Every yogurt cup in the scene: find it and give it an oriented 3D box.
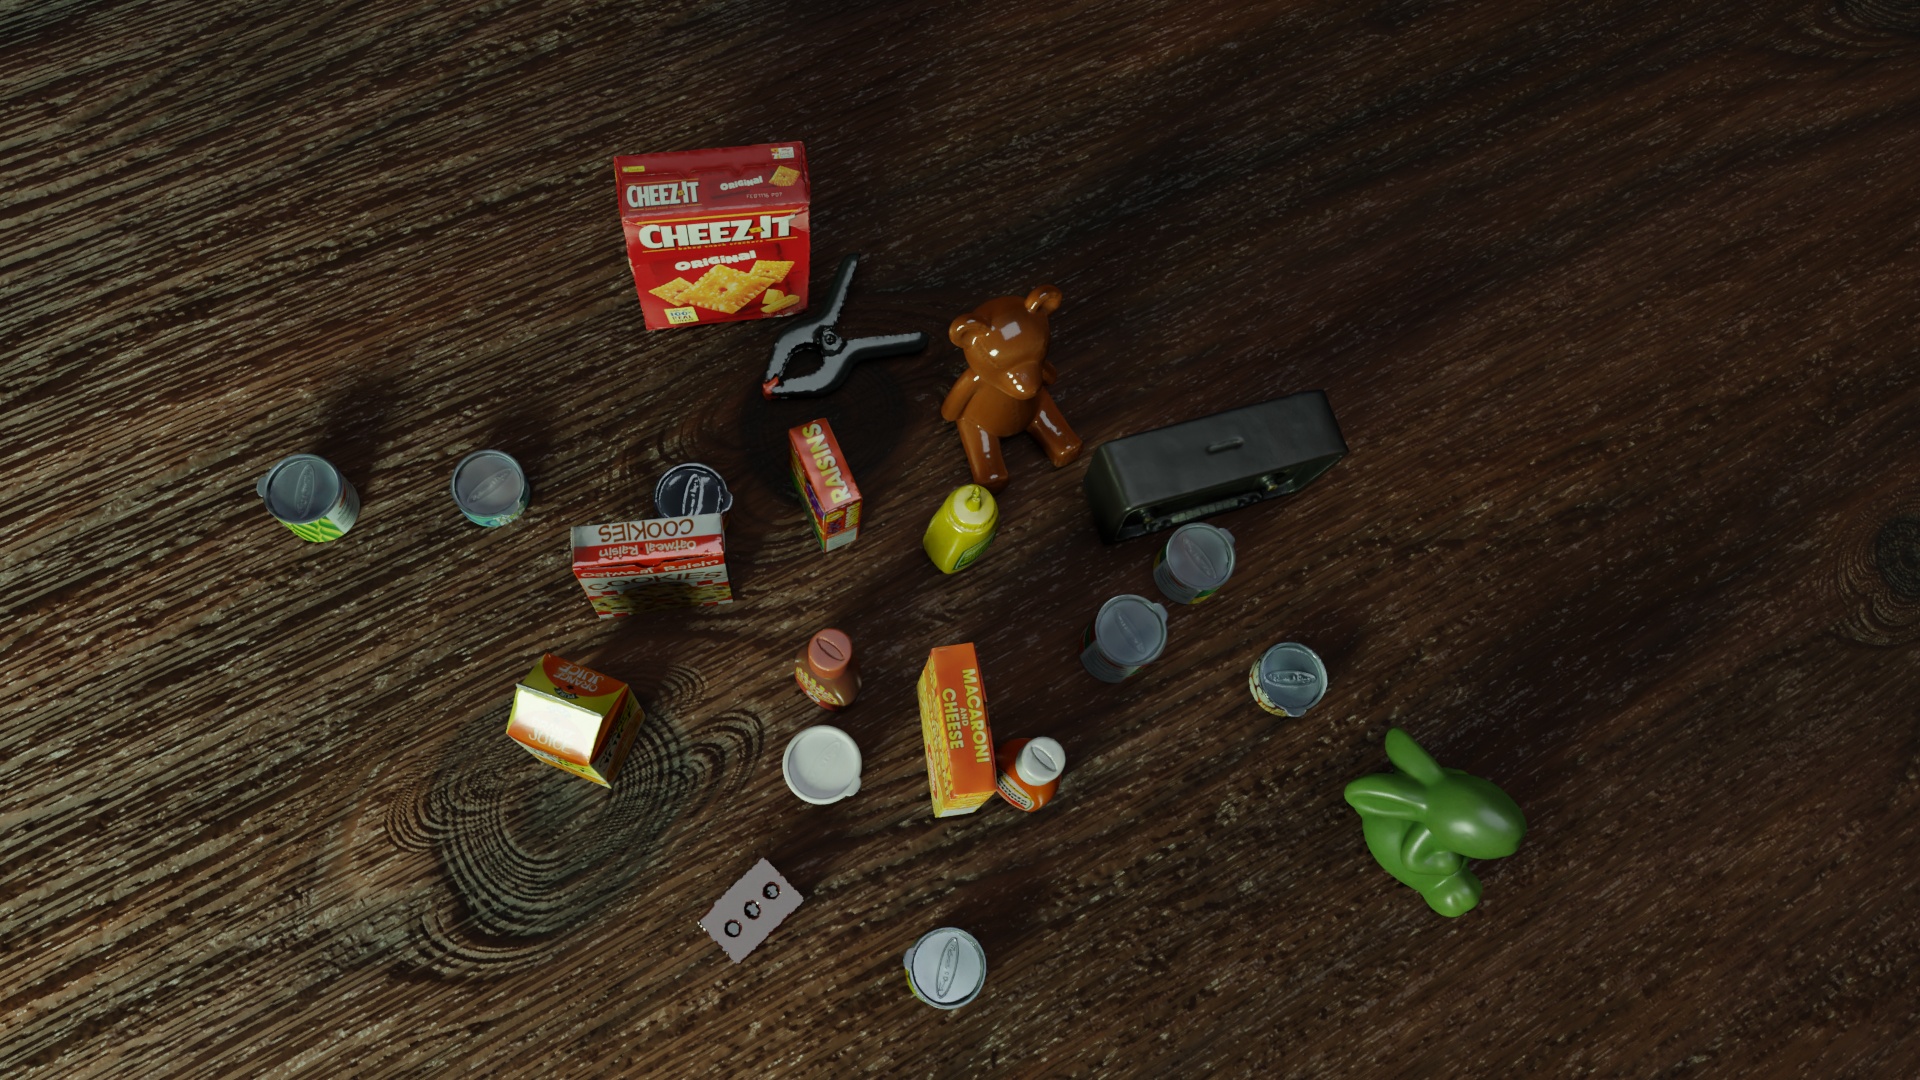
[{"bbox_3d":[-0.122,0.201,1.226,0.072,0.053,0.072,2,73,-6],"label":"yogurt cup"}]

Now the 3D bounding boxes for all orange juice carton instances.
[{"bbox_3d":[-0.316,0.148,1.146,0.072,0.192,0.073,22,72,0],"label":"orange juice carton"}]

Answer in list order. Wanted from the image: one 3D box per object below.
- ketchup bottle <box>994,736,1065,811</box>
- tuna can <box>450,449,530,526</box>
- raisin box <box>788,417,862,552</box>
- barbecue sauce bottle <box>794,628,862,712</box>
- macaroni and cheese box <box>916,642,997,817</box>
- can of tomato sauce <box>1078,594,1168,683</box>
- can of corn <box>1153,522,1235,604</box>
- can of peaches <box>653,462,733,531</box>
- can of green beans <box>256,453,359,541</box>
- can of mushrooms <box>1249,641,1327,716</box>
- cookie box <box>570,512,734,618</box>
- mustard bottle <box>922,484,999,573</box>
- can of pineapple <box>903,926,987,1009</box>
[{"bbox_3d":[0.060,0.198,1.200,0.065,0.148,0.044,43,73,7],"label":"ketchup bottle"},{"bbox_3d":[-0.430,-0.046,1.278,0.071,0.032,0.071,2,72,-6],"label":"tuna can"},{"bbox_3d":[-0.125,-0.049,1.269,0.040,0.123,0.086,-21,77,-13],"label":"raisin box"},{"bbox_3d":[-0.114,0.110,1.207,0.065,0.148,0.044,39,73,6],"label":"barbecue sauce bottle"},{"bbox_3d":[-0.005,0.166,1.193,0.040,0.166,0.124,-7,74,-9],"label":"macaroni and cheese box"},{"bbox_3d":[0.150,0.090,1.279,0.071,0.083,0.071,2,73,-6],"label":"can of tomato sauce"},{"bbox_3d":[0.224,0.021,1.323,0.071,0.058,0.071,2,73,-6],"label":"can of corn"},{"bbox_3d":[-0.245,-0.031,1.283,0.071,0.058,0.071,2,73,-6],"label":"can of peaches"},{"bbox_3d":[-0.580,-0.038,1.244,0.071,0.057,0.071,2,73,-6],"label":"can of green beans"},{"bbox_3d":[0.309,0.134,1.311,0.071,0.033,0.071,2,72,-6],"label":"can of mushrooms"},{"bbox_3d":[-0.263,0.024,1.205,0.123,0.167,0.040,-6,74,-9],"label":"cookie box"},{"bbox_3d":[0.004,-0.016,1.255,0.065,0.159,0.049,-36,80,-15],"label":"mustard bottle"},{"bbox_3d":[-0.015,0.363,1.186,0.071,0.057,0.071,2,73,-6],"label":"can of pineapple"}]
